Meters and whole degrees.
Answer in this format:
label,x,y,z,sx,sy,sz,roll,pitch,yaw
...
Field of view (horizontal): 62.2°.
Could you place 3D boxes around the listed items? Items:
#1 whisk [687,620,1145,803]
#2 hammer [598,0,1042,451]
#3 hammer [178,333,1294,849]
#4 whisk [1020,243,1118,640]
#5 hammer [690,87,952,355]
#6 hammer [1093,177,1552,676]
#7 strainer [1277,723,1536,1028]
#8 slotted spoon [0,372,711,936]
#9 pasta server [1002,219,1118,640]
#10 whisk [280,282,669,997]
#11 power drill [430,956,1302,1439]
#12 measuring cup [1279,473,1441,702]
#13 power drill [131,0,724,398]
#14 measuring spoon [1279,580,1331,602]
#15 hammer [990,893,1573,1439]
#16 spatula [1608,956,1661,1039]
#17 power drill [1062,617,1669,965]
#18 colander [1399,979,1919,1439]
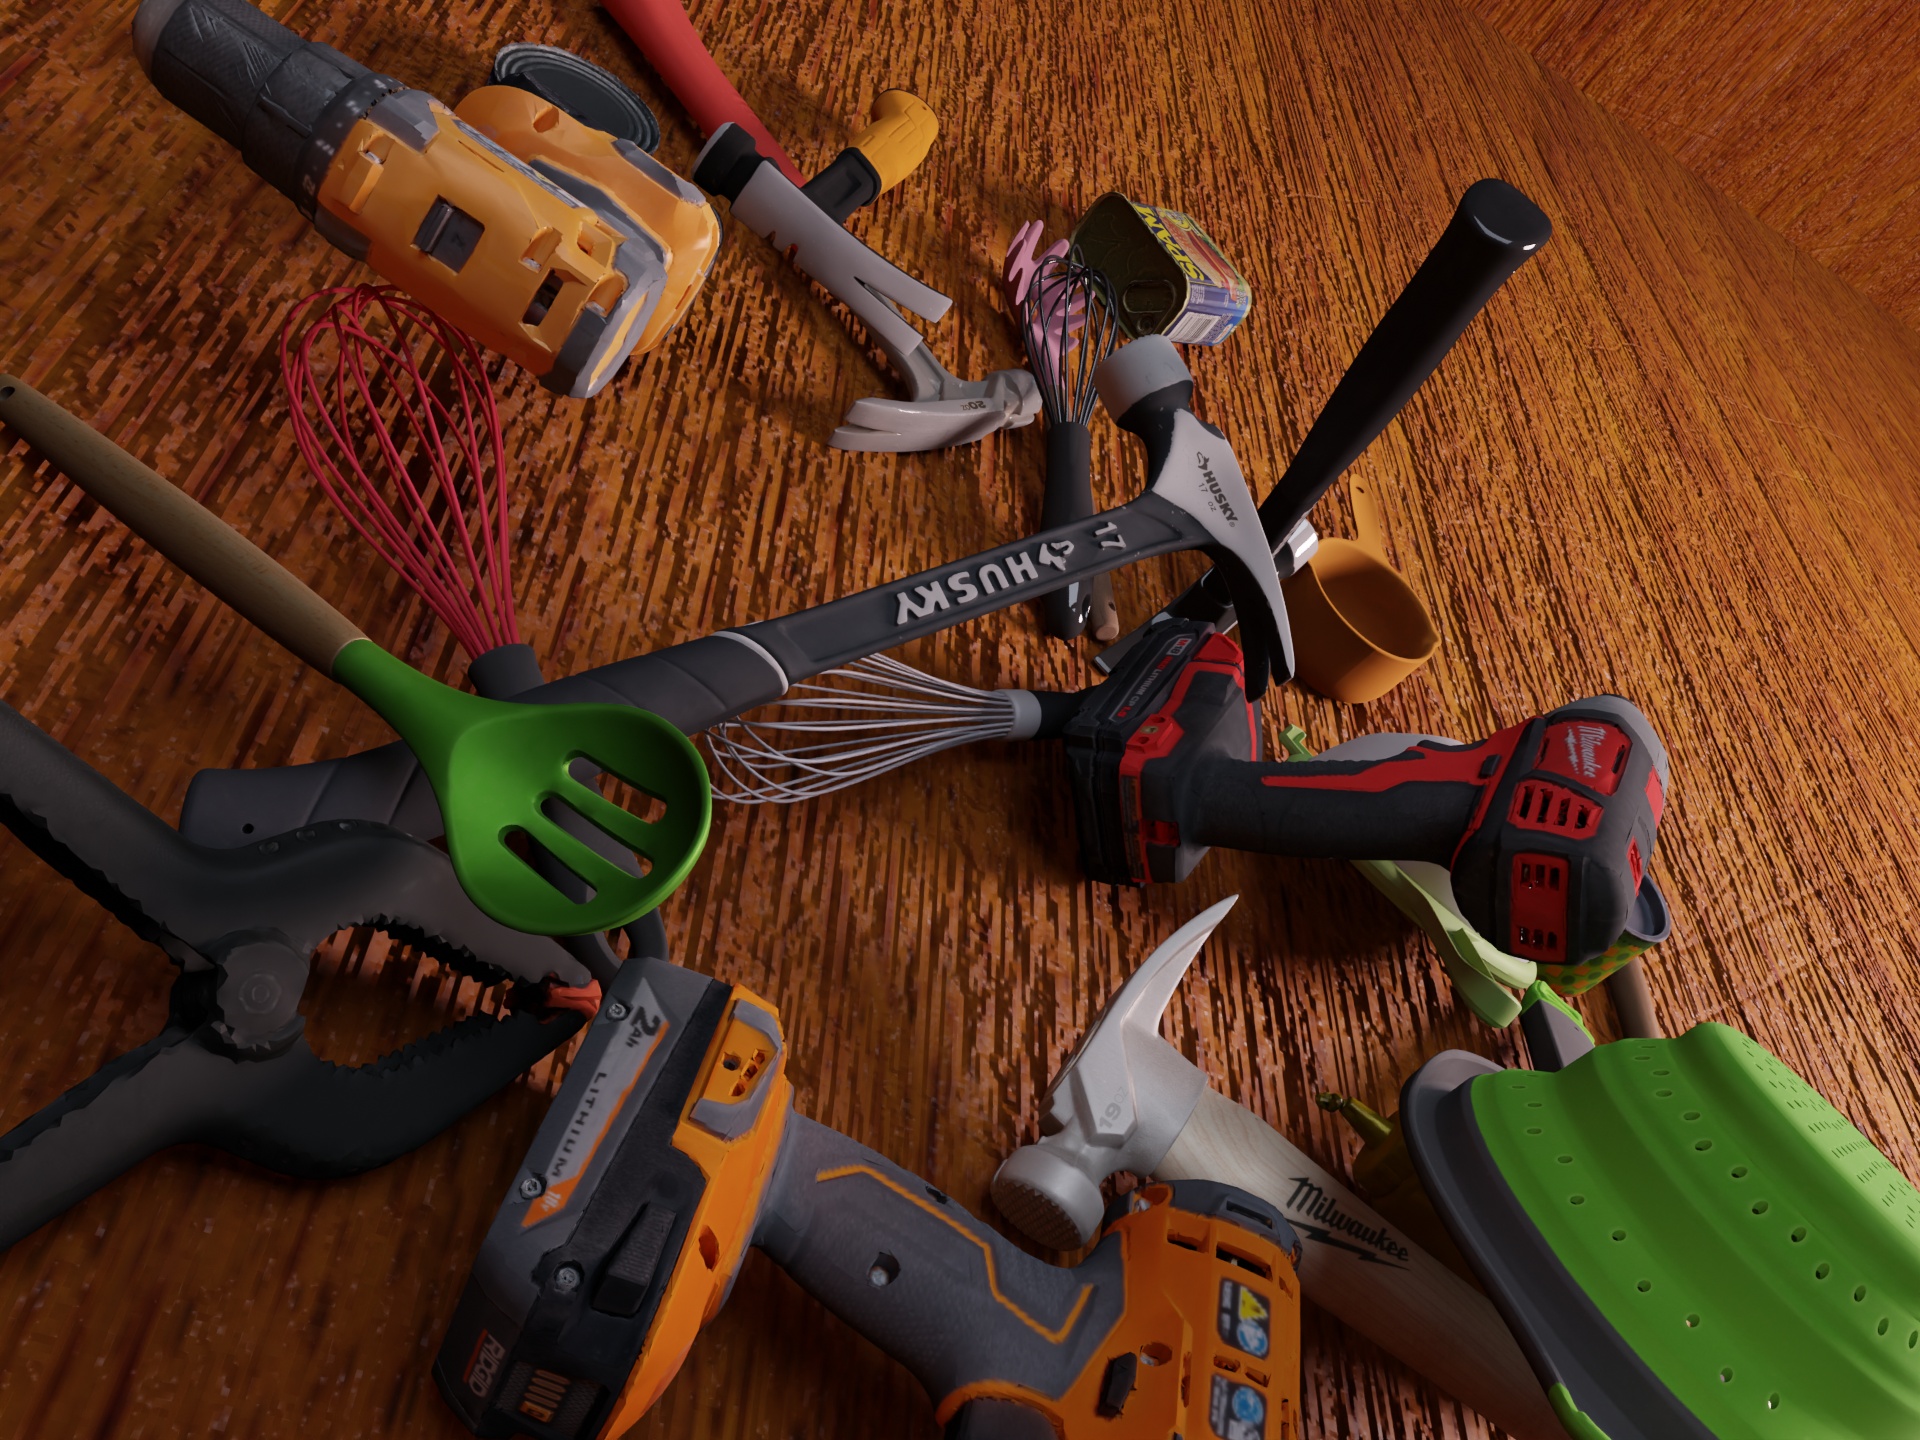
label,x,y,z,sx,sy,sz,roll,pitch,yaw
whisk,-0.001,-0.001,0.655,0.284,0.070,0.070,0,53,-47
hammer,-0.104,-0.287,0.860,0.149,0.036,0.359,-17,66,-48
hammer,-0.053,-0.020,0.541,0.409,0.036,0.149,-22,80,-28
whisk,0.056,-0.147,0.815,0.055,0.055,0.239,18,60,-27
hammer,-0.044,-0.290,0.850,0.127,0.034,0.337,37,27,-12
hammer,0.150,-0.108,0.673,0.146,0.334,0.035,-40,81,-21
strainer,0.221,0.060,0.690,0.151,0.069,0.256,40,13,-2
slotted spoon,-0.194,-0.032,0.470,0.314,0.031,0.070,32,70,21
pasta server,0.060,-0.168,0.880,0.060,0.040,0.317,27,40,-34
whisk,-0.165,-0.037,0.549,0.073,0.073,0.296,-10,66,-45
power drill,-0.014,0.170,0.420,0.226,0.084,0.164,24,36,-5
measuring cup,0.218,-0.079,0.912,0.095,0.052,0.174,29,39,-14
power drill,-0.189,-0.206,0.613,0.185,0.084,0.226,33,16,-10
measuring spoon,0.196,-0.080,0.932,0.116,0.011,0.021,21,55,-19
hammer,0.210,0.231,0.551,0.410,0.038,0.146,37,55,5
spatula,0.354,0.113,0.866,0.059,0.018,0.316,30,38,-17
power drill,0.165,0.021,0.640,0.220,0.078,0.143,8,34,30
colander,0.265,0.150,0.581,0.204,0.094,0.397,42,17,3
